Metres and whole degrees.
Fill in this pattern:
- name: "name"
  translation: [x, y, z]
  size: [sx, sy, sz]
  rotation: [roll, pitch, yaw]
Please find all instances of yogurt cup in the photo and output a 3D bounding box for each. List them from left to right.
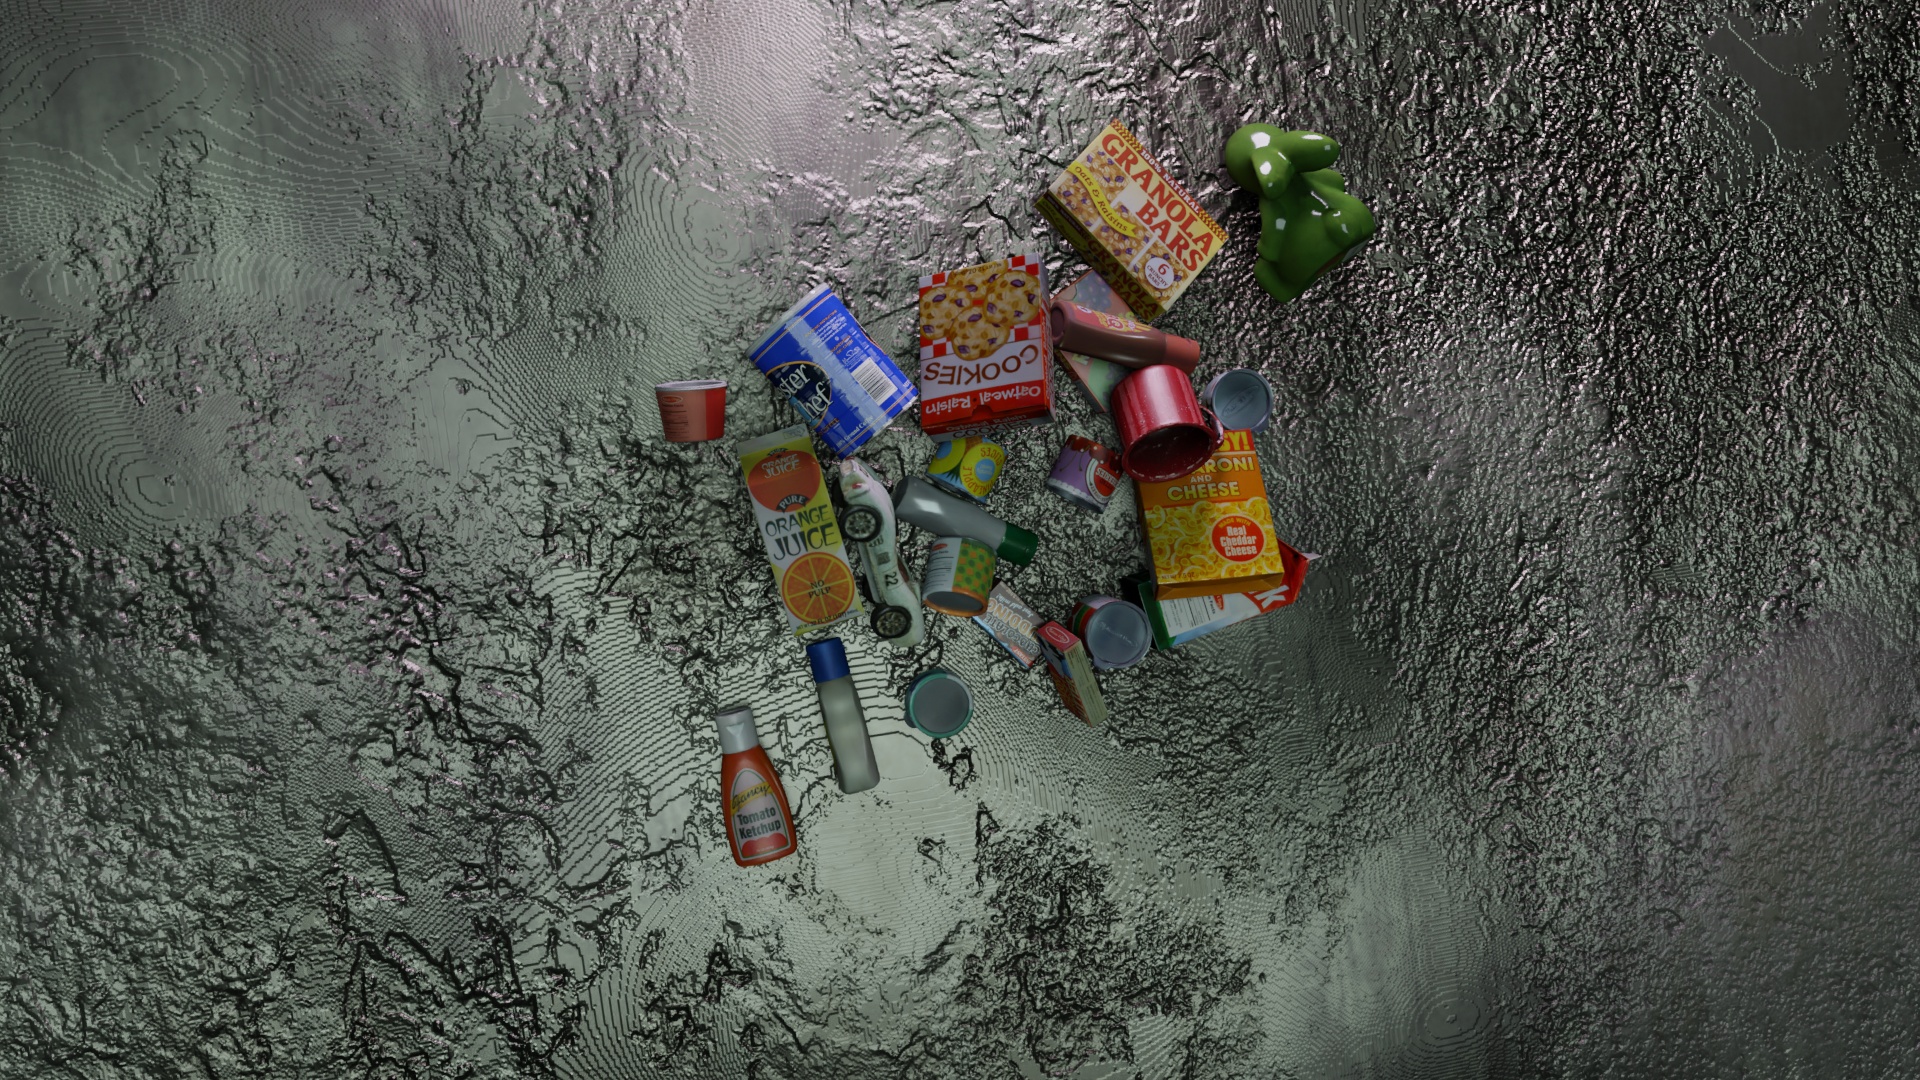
- name: "yogurt cup"
  translation: [-0.254, -0.123, 1.319]
  size: [0.072, 0.072, 0.053]
  rotation: [-4, 101, -9]

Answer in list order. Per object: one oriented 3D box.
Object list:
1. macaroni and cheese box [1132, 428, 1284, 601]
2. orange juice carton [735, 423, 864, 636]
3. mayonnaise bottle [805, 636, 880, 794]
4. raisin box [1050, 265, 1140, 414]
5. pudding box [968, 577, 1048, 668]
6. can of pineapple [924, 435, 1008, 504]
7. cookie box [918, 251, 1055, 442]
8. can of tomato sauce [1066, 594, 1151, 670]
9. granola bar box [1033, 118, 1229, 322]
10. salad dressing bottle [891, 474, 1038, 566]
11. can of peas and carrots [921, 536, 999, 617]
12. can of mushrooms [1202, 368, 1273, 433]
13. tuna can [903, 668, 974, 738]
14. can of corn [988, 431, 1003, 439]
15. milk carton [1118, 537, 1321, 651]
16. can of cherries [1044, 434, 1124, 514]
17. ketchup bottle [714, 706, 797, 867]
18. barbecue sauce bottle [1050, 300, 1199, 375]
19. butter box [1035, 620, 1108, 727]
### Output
- name: "macaroni and cheese box"
  translation: [0.240, -0.028, 1.369]
  size: [0.124, 0.040, 0.167]
  rotation: [-5, 61, -2]
- name: "orange juice carton"
  translation: [-0.155, -0.011, 1.334]
  size: [0.072, 0.073, 0.192]
  rotation: [-17, 94, -7]
- name: "mayonnaise bottle"
  translation: [-0.115, 0.170, 1.354]
  size: [0.041, 0.065, 0.148]
  rotation: [-15, 90, -5]
- name: "raisin box"
  translation: [0.137, -0.201, 1.394]
  size: [0.086, 0.040, 0.123]
  rotation: [-38, 97, -5]
- name: "pudding box"
  translation: [0.051, 0.083, 1.393]
  size: [0.083, 0.030, 0.050]
  rotation: [44, 86, -8]
- name: "can of pineapple"
  translation: [0.007, -0.074, 1.361]
  size: [0.071, 0.071, 0.058]
  rotation: [27, 88, -9]
- name: "cookie box"
  translation: [0.024, -0.183, 1.317]
  size: [0.123, 0.040, 0.168]
  rotation: [-9, 66, 17]
- name: "can of tomato sauce"
  translation: [0.146, 0.091, 1.382]
  size: [0.071, 0.083, 0.071]
  rotation: [0, 92, -9]
- name: "granola bar box"
  translation: [0.170, -0.317, 1.377]
  size: [0.165, 0.039, 0.125]
  rotation: [44, 65, -8]
- name: "salad dressing bottle"
  translation: [0.005, -0.017, 1.369]
  size: [0.147, 0.064, 0.044]
  rotation: [23, 78, -18]
- name: "can of peas and carrots"
  translation: [0.001, 0.037, 1.356]
  size: [0.071, 0.070, 0.059]
  rotation: [15, 64, -10]
- name: "can of mushrooms"
  translation: [0.285, -0.140, 1.424]
  size: [0.071, 0.033, 0.071]
  rotation: [0, 91, -10]
- name: "tuna can"
  translation: [-0.023, 0.164, 1.382]
  size: [0.071, 0.033, 0.071]
  rotation: [0, 92, -10]
- name: "can of corn"
  translation: [0.043, -0.142, 1.366]
  size: [0.071, 0.071, 0.058]
  rotation: [-32, 96, -7]
- name: "milk carton"
  translation: [0.267, 0.044, 1.408]
  size: [0.191, 0.072, 0.073]
  rotation: [-19, 96, -7]
- name: "can of cherries"
  translation: [0.127, -0.066, 1.381]
  size: [0.071, 0.071, 0.058]
  rotation: [27, 87, -9]
- name: "ketchup bottle"
  translation: [-0.204, 0.237, 1.349]
  size: [0.065, 0.043, 0.148]
  rotation: [-13, 94, -9]
- name: "barbecue sauce bottle"
  translation: [0.159, -0.193, 1.348]
  size: [0.149, 0.065, 0.043]
  rotation: [12, 115, -19]
- name: "butter box"
  translation: [0.111, 0.133, 1.375]
  size: [0.024, 0.053, 0.103]
  rotation: [-32, 121, -16]
